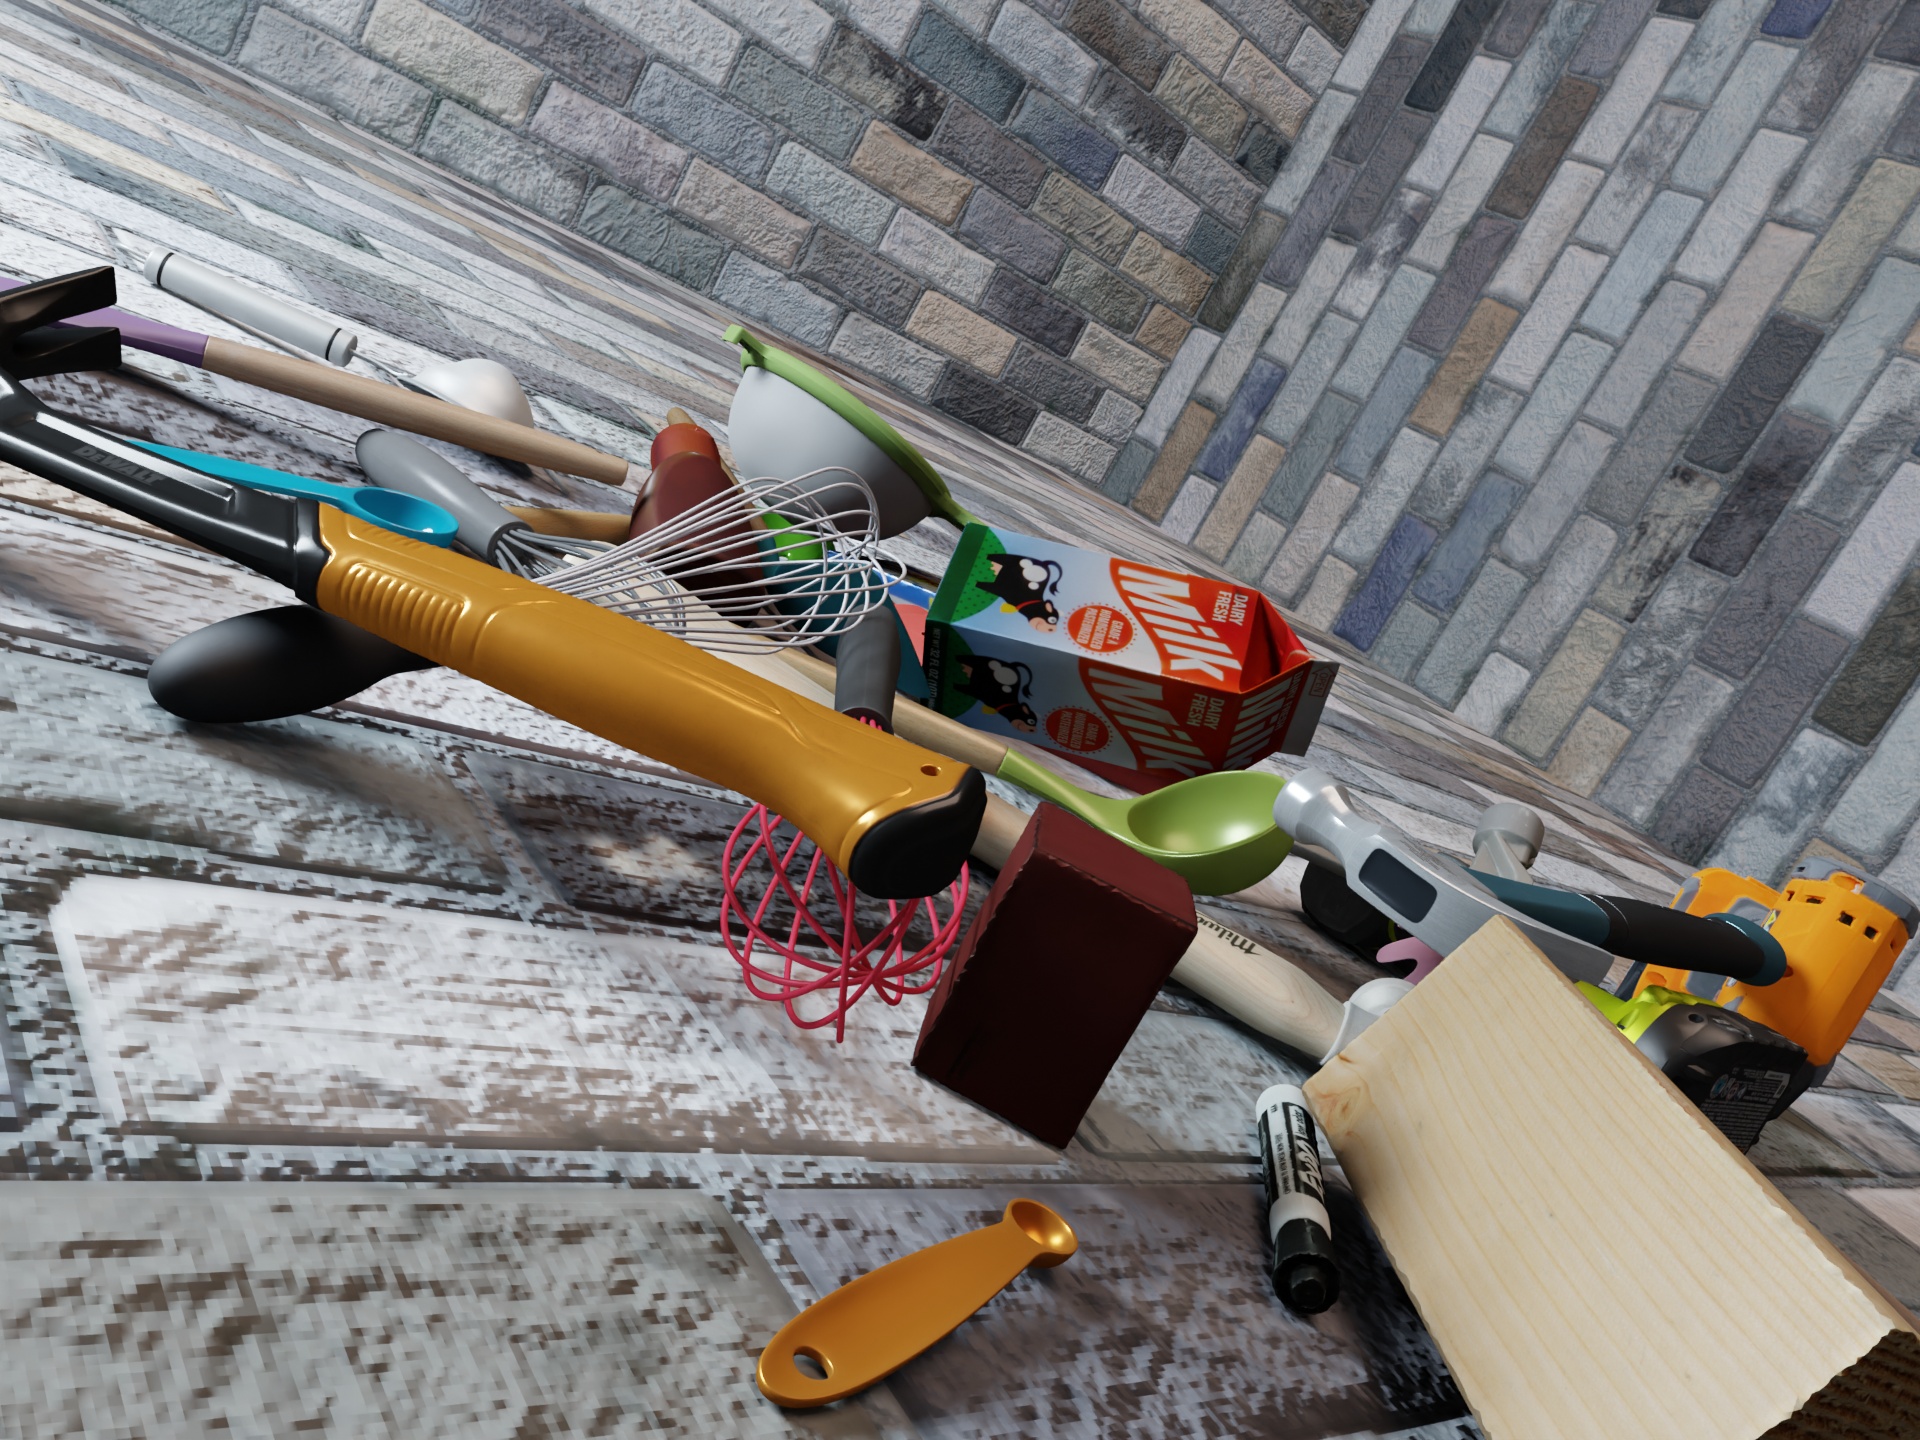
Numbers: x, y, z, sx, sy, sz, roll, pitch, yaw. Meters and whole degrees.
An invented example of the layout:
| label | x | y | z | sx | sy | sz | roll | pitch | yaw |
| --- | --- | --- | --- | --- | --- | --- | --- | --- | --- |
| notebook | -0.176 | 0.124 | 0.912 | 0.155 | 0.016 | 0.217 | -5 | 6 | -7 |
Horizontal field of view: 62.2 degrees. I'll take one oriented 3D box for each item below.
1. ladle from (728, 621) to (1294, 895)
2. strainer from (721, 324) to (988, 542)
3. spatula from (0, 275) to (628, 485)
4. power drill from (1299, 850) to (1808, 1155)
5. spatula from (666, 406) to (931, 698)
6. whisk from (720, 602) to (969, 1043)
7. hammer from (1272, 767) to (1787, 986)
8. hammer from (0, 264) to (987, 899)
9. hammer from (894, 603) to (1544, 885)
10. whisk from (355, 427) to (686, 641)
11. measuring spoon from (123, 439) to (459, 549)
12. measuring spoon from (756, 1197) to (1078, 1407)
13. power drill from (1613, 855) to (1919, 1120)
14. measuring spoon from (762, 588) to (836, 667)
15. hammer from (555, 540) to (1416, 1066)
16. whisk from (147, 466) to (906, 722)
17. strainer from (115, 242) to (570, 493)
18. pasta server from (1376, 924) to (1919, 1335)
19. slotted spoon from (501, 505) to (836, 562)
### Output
| label | x | y | z | sx | sy | sz | roll | pitch | yaw |
| --- | --- | --- | --- | --- | --- | --- | --- | --- | --- |
| ladle | -0.001 | -0.002 | 0.715 | 0.320 | 0.062 | 0.078 | 24 | 26 | 0 |
| strainer | -0.042 | -0.115 | 0.918 | 0.256 | 0.069 | 0.151 | 37 | -5 | 10 |
| spatula | -0.298 | -0.151 | 0.686 | 0.315 | 0.018 | 0.060 | 14 | 15 | -24 |
| power drill | 0.305 | 0.137 | 0.827 | 0.171 | 0.080 | 0.223 | 16 | 15 | -43 |
| spatula | -0.104 | -0.109 | 0.851 | 0.318 | 0.044 | 0.082 | 53 | -10 | 50 |
| whisk | -0.035 | 0.014 | 0.535 | 0.073 | 0.073 | 0.296 | 27 | 19 | -11 |
| hammer | 0.281 | 0.089 | 0.705 | 0.330 | 0.033 | 0.128 | 13 | 22 | -41 |
| hammer | -0.148 | -0.039 | 0.425 | 0.337 | 0.034 | 0.127 | 23 | 34 | 9 |
| hammer | 0.101 | 0.033 | 0.795 | 0.359 | 0.036 | 0.149 | 25 | 50 | 16 |
| whisk | -0.186 | -0.071 | 0.645 | 0.239 | 0.055 | 0.055 | 33 | 13 | 35 |
| measuring spoon | -0.256 | -0.081 | 0.599 | 0.128 | 0.021 | 0.042 | 11 | 22 | -29 |
| measuring spoon | -0.007 | 0.126 | 0.344 | 0.021 | 0.011 | 0.117 | 35 | 18 | 26 |
| power drill | 0.447 | 0.160 | 0.914 | 0.084 | 0.164 | 0.226 | 32 | 1 | 12 |
| measuring spoon | -0.089 | -0.042 | 0.812 | 0.124 | 0.018 | 0.034 | 42 | 19 | 23 |
| hammer | 0.006 | 0.042 | 0.635 | 0.411 | 0.038 | 0.146 | 31 | 14 | 9 |
| whisk | -0.120 | -0.040 | 0.515 | 0.070 | 0.070 | 0.284 | 36 | 32 | 26 |
| strainer | -0.320 | -0.196 | 0.845 | 0.258 | 0.050 | 0.087 | 24 | -2 | -10 |
| pasta server | 0.312 | 0.191 | 0.665 | 0.316 | 0.040 | 0.060 | 42 | 55 | 8 |
| slotted spoon | -0.156 | -0.098 | 0.845 | 0.070 | 0.031 | 0.313 | 36 | 16 | 17 |
